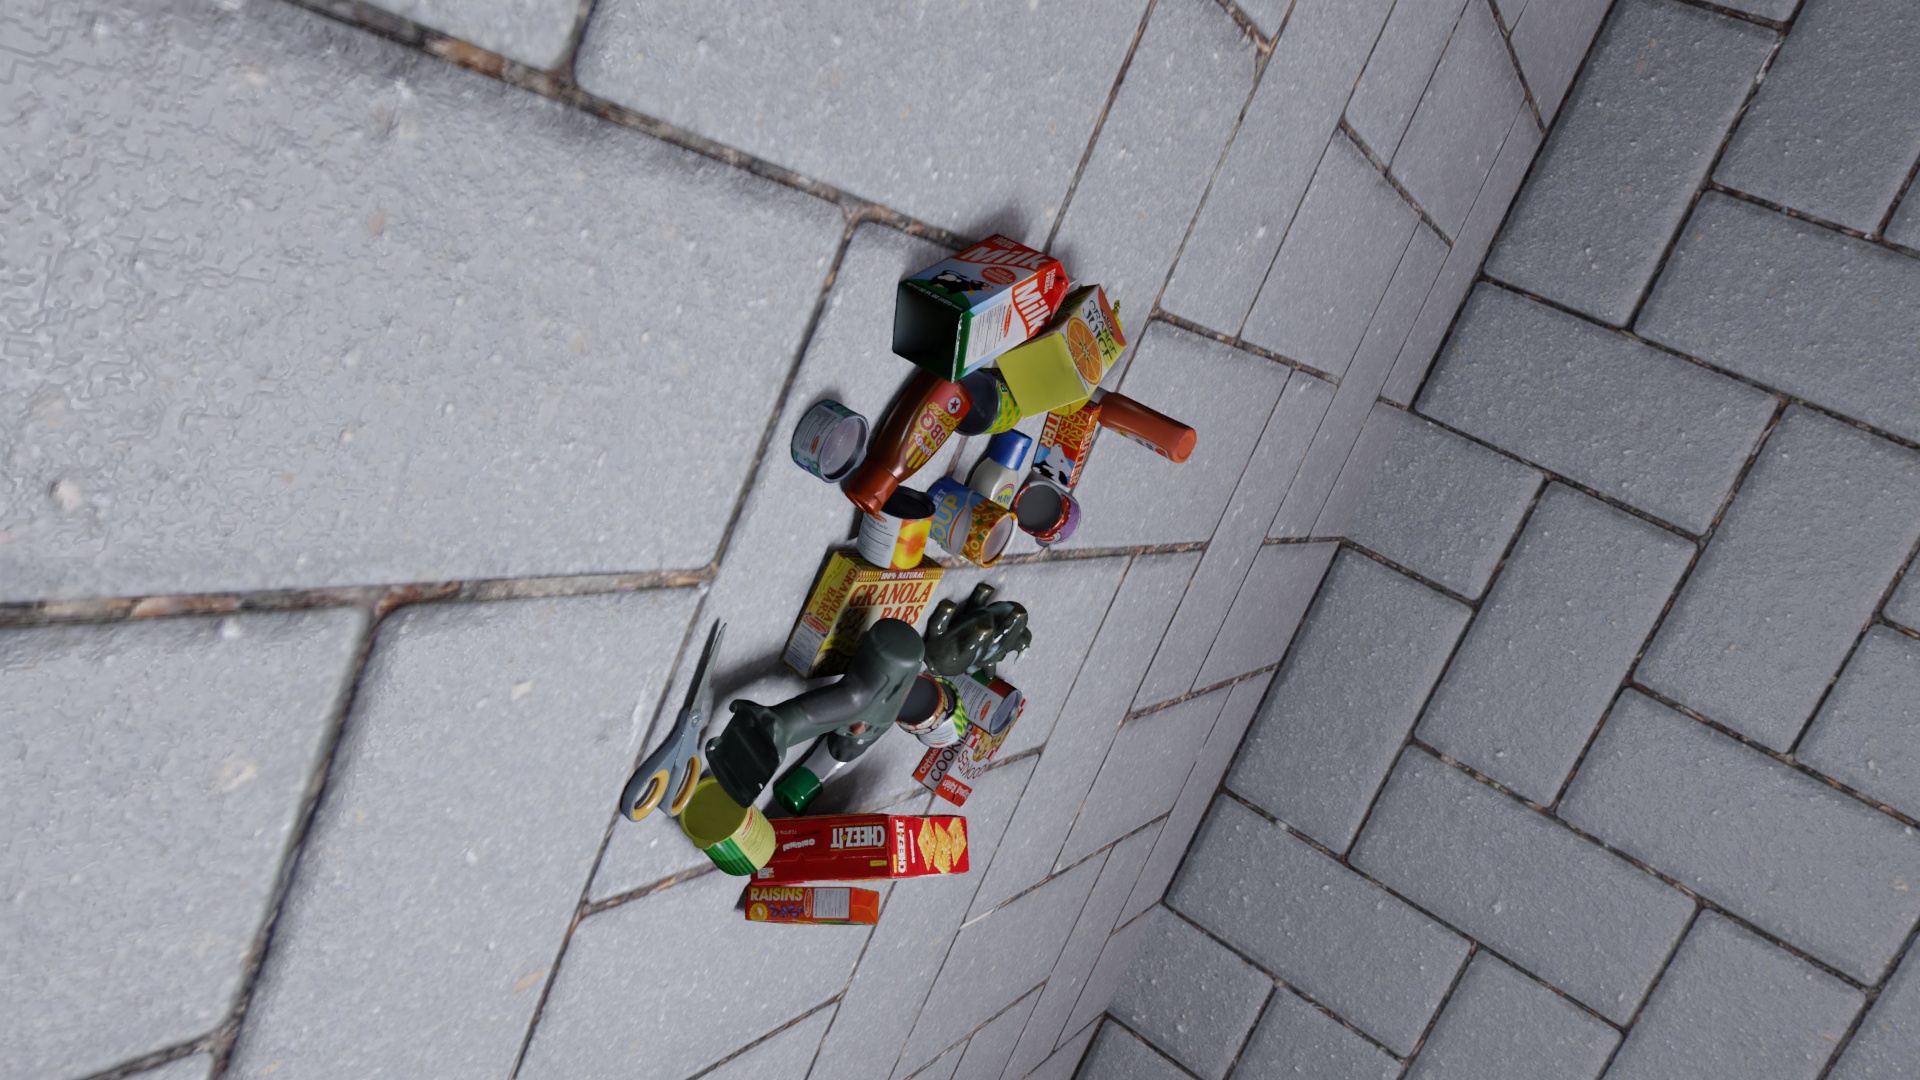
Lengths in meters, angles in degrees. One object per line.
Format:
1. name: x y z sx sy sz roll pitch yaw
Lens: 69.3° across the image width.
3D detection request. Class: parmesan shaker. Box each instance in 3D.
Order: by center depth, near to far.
1. parmesan shaker: -0.223 0.277 1.328 0.071 0.071 0.102 -51 154 -21

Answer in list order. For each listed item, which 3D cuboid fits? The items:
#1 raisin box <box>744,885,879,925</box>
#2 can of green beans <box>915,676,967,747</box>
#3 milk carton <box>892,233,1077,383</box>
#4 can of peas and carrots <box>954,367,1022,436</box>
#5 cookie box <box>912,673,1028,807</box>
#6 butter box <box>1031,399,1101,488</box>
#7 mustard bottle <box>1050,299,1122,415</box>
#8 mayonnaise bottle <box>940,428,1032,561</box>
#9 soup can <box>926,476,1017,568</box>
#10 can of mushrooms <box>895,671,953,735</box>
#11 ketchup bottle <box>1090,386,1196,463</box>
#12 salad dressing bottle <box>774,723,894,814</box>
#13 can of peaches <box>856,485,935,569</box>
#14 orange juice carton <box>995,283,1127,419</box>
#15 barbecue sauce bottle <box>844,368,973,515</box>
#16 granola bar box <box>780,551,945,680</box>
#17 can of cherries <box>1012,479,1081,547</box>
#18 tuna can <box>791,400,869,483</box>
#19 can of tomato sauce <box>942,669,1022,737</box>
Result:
1. raisin box: -0.161 0.397 1.510 0.086 0.123 0.040 44 45 -66
2. can of green beans: -0.029 0.200 1.618 0.071 0.071 0.057 -50 153 -22
3. milk carton: 0.027 -0.221 1.268 0.191 0.072 0.073 -35 145 -41
4. can of peas and carrots: 0.023 -0.138 1.354 0.059 0.071 0.070 -12 127 -59
5. cookie box: 0.015 0.256 1.793 0.167 0.040 0.122 -57 155 -8
6. butter box: 0.120 -0.116 1.580 0.024 0.053 0.103 -26 138 -54
7. mustard bottle: 0.136 -0.205 1.506 0.161 0.065 0.048 -52 150 -27
8. mayonnaise bottle: 0.031 -0.050 1.494 0.065 0.041 0.147 5 113 -62
9. soup can: 0.005 -0.018 1.428 0.072 0.084 0.071 -43 150 -32
10. can of mushrooms: -0.046 0.182 1.561 0.071 0.071 0.033 -55 153 -13
11. ketchup bottle: 0.194 -0.138 1.581 0.043 0.149 0.064 -62 155 3
12. salad dressing bottle: -0.134 0.230 1.478 0.148 0.044 0.064 -41 156 -34
13. can of peaches: -0.060 -0.013 1.327 0.071 0.071 0.057 -25 138 -52
14. orange juice carton: 0.108 -0.197 1.388 0.071 0.073 0.194 63 31 -16
15. barbecue sauce bottle: -0.050 -0.091 1.290 0.149 0.044 0.064 -54 139 -14
16. granola bar box: -0.095 0.071 1.380 0.166 0.039 0.124 1 119 -63
17. can of cherries: 0.100 -0.030 1.614 0.071 0.071 0.058 -61 155 1
18. tuna can: -0.111 -0.085 1.196 0.071 0.033 0.070 -44 150 -33
19. can of tomato sauce: 0.023 0.189 1.685 0.071 0.083 0.070 -44 151 -32
